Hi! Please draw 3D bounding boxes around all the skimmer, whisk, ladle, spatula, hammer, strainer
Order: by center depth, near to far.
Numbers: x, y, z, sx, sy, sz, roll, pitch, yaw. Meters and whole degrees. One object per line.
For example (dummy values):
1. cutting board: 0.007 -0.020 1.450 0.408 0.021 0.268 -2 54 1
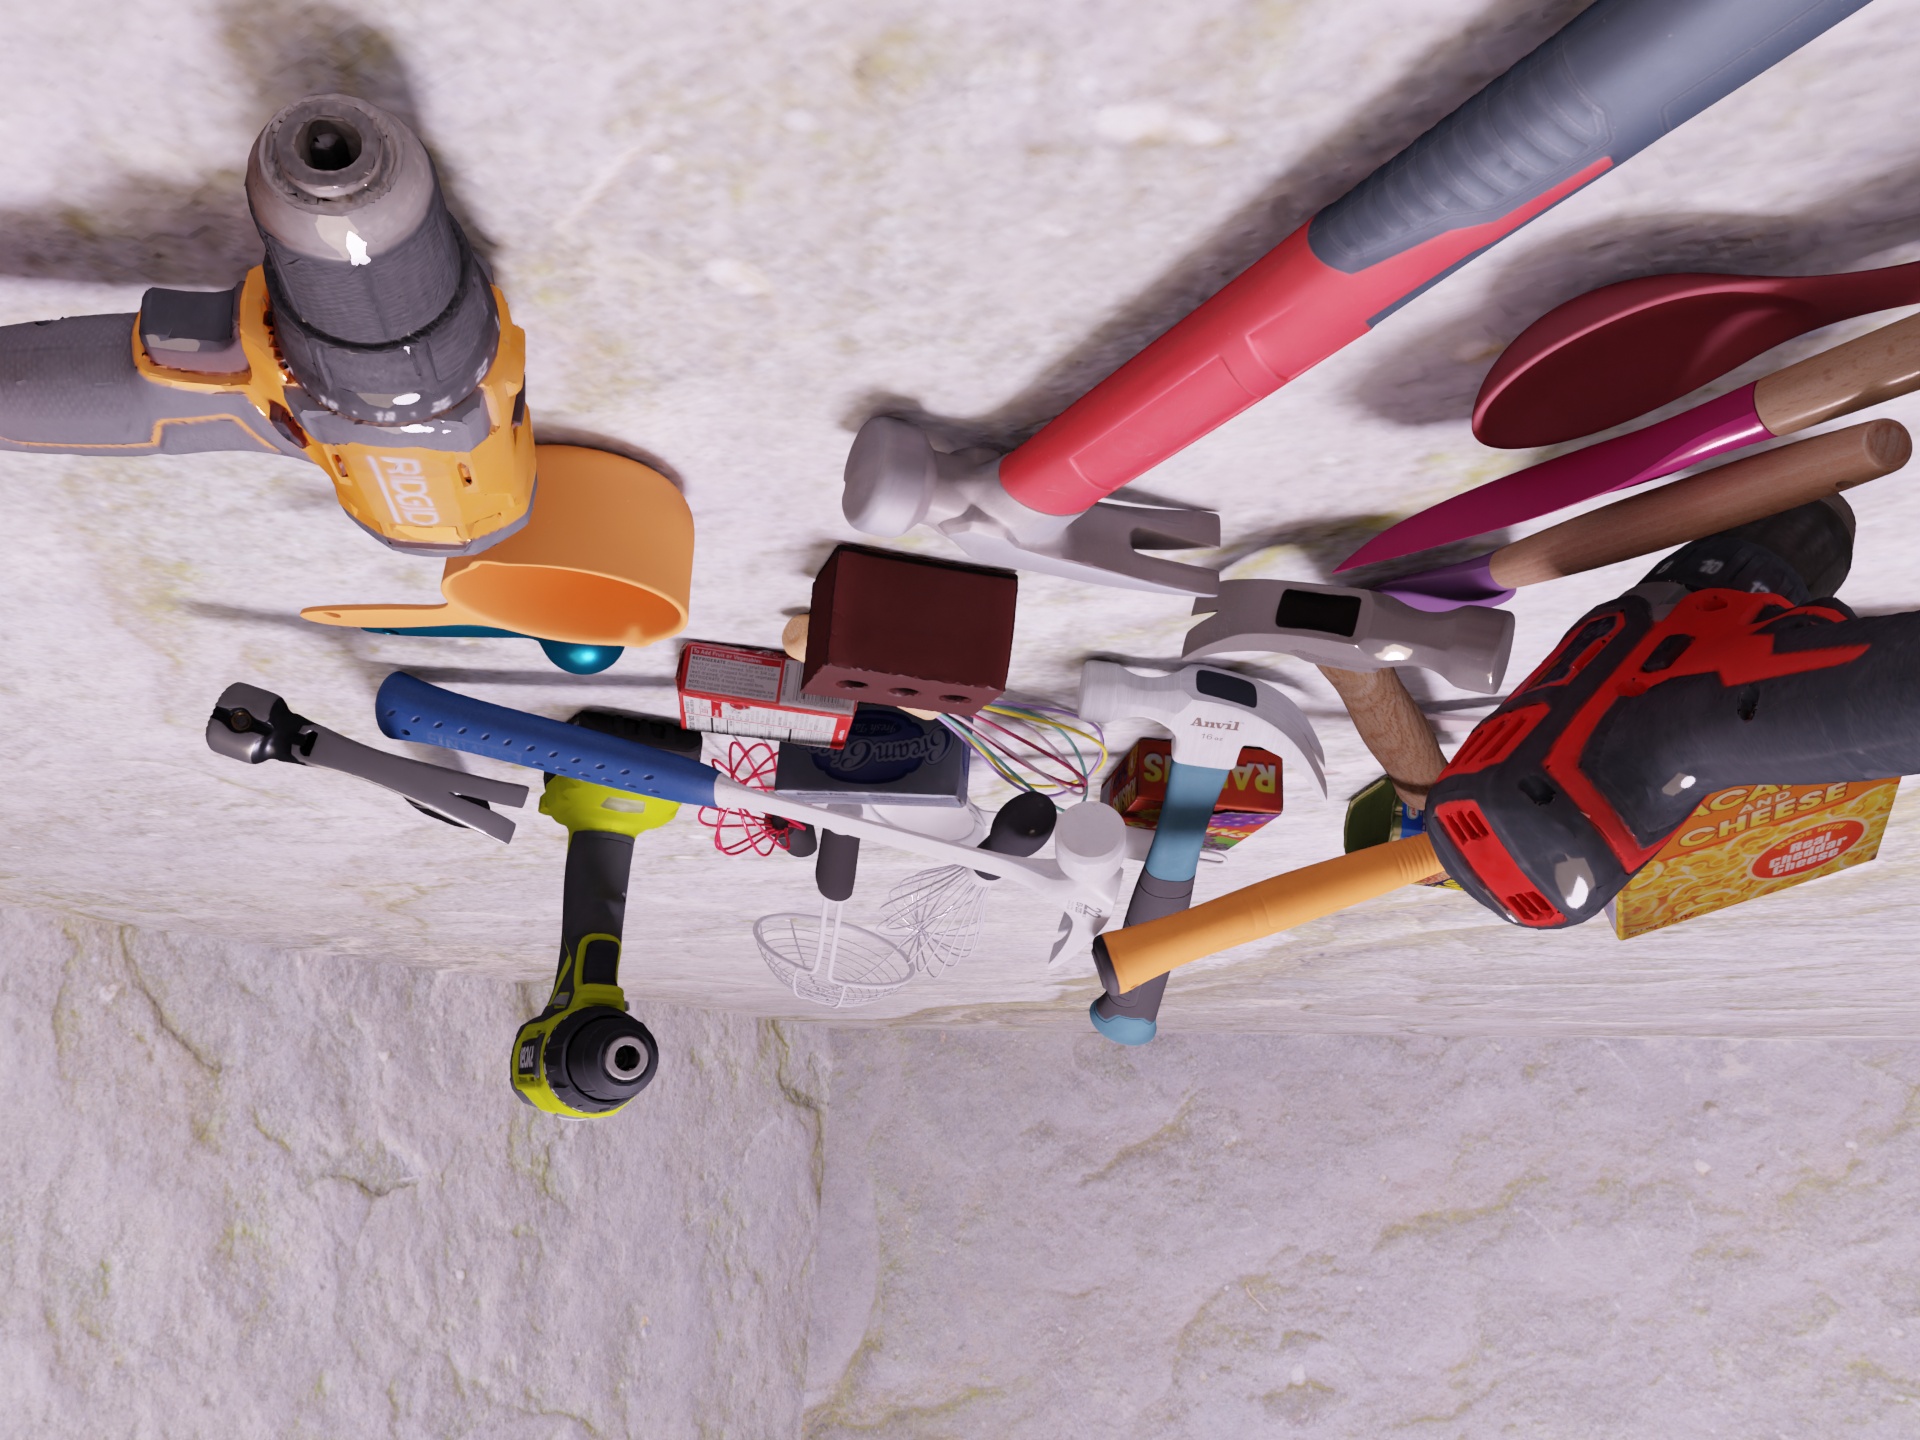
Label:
1. ladle: 0.271 -0.111 0.352 0.315 0.031 0.069 -8 168 33
2. hammer: 0.107 -0.106 0.390 0.143 0.038 0.386 9 164 -24
3. spatula: 0.193 -0.053 0.518 0.059 0.018 0.316 4 176 -7
4. hammer: 0.190 -0.002 0.719 0.130 0.031 0.331 13 172 25
5. hammer: 0.227 0.069 0.793 0.337 0.034 0.127 -19 164 -1
6. whisk: -0.003 -0.001 0.805 0.047 0.051 0.244 -1 162 40
7. hammer: -0.114 0.043 0.831 0.405 0.035 0.144 14 151 11
8. hammer: 0.111 0.088 0.872 0.128 0.033 0.330 6 141 1
9. whisk: 0.008 0.094 0.933 0.070 0.070 0.284 7 157 -13
10. strainer: 0.037 0.060 0.949 0.258 0.050 0.086 9 145 28
11. hammer: -0.321 0.042 0.957 0.149 0.036 0.409 20 171 -7
12. whisk: -0.122 0.064 1.053 0.073 0.073 0.295 3 170 3
13. skimmer: -0.081 0.114 1.090 0.127 0.090 0.363 18 151 2

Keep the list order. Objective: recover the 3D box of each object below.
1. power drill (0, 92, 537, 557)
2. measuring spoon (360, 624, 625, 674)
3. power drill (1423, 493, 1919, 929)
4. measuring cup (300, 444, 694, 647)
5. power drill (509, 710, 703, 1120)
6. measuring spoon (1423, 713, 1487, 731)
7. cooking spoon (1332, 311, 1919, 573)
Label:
1. power drill: -0.230 -0.103 0.415 0.226 0.084 0.185 2 165 -10
2. measuring spoon: -0.226 -0.035 0.767 0.128 0.021 0.042 3 165 0
3. power drill: 0.243 -0.030 0.413 0.080 0.188 0.226 51 156 -3
4. measuring cup: -0.179 -0.064 0.597 0.174 0.052 0.095 -1 164 25
5. power drill: -0.207 0.117 0.930 0.080 0.229 0.190 10 164 -23
6. measuring spoon: 0.258 -0.005 0.785 0.124 0.018 0.034 2 165 36
7. cooking spoon: 0.212 -0.082 0.367 0.068 0.017 0.319 -18 179 -36
